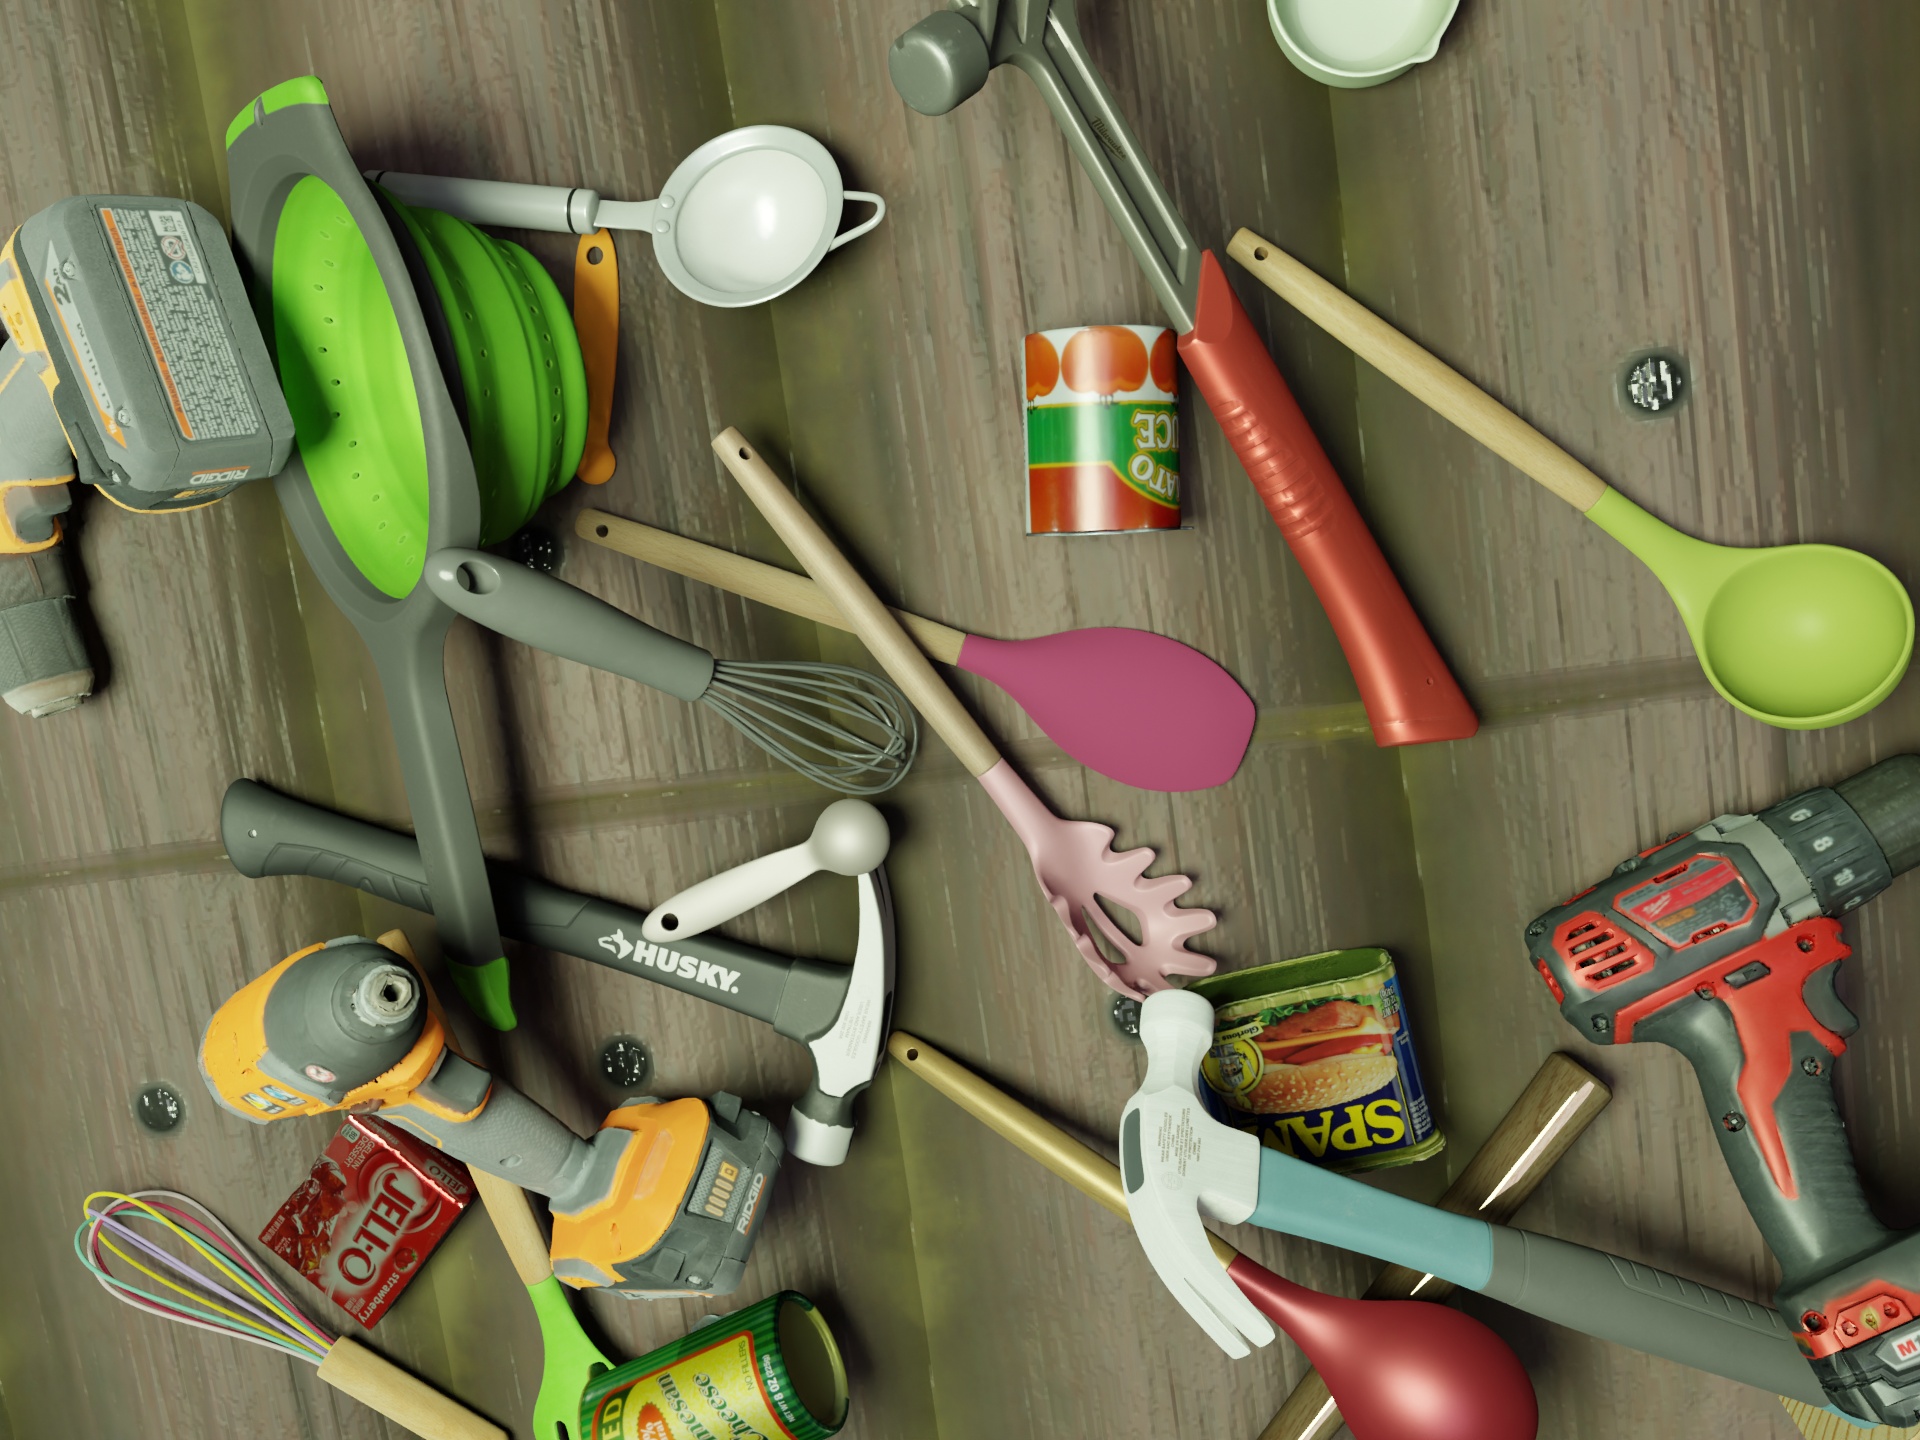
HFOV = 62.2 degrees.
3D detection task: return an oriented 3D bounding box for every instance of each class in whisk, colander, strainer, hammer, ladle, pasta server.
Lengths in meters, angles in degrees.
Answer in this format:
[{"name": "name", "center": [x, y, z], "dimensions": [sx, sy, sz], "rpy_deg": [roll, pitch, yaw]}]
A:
[{"name": "whisk", "center": [-0.334, 0.305, 0.794], "dimensions": [0.245, 0.051, 0.047], "rpy_deg": [31, 95, -1]}, {"name": "colander", "center": [-0.210, -0.063, 0.686], "dimensions": [0.205, 0.094, 0.397], "rpy_deg": [8, 111, 49]}, {"name": "whisk", "center": [-0.108, -0.022, 0.650], "dimensions": [0.238, 0.055, 0.055], "rpy_deg": [23, 104, -40]}, {"name": "strainer", "center": [-0.154, -0.221, 0.692], "dimensions": [0.258, 0.050, 0.087], "rpy_deg": [8, 76, 9]}, {"name": "hammer", "center": [0.117, -0.142, 0.640], "dimensions": [0.149, 0.037, 0.359], "rpy_deg": [-44, 108, -31]}, {"name": "hammer", "center": [-0.190, 0.087, 0.744], "dimensions": [0.335, 0.035, 0.146], "rpy_deg": [17, 96, 7]}, {"name": "ladle", "center": [0.094, 0.218, 0.681], "dimensions": [0.316, 0.031, 0.069], "rpy_deg": [29, 86, 24]}, {"name": "hammer", "center": [0.172, 0.283, 0.697], "dimensions": [0.031, 0.130, 0.331], "rpy_deg": [37, 93, -8]}, {"name": "pasta server", "center": [-0.001, -0.002, 0.693], "dimensions": [0.060, 0.040, 0.316], "rpy_deg": [-42, 97, -26]}, {"name": "hammer", "center": [0.218, 0.215, 0.631], "dimensions": [0.331, 0.128, 0.033], "rpy_deg": [19, 142, -8]}, {"name": "ladle", "center": [0.242, -0.108, 0.651], "dimensions": [0.320, 0.062, 0.078], "rpy_deg": [37, 94, 4]}]

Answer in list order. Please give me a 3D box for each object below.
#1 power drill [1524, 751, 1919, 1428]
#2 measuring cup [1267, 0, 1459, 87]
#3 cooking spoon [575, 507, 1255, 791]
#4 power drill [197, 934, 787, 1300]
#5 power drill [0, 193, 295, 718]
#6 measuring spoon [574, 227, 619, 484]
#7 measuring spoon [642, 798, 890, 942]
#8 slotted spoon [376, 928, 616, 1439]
[{"name": "power drill", "center": [0.359, 0.134, 0.624], "dimensions": [0.188, 0.080, 0.227], "rpy_deg": [-30, 63, 10]}, {"name": "measuring cup", "center": [0.196, -0.324, 0.636], "dimensions": [0.167, 0.038, 0.083], "rpy_deg": [-40, 91, 9]}, {"name": "cooking spoon", "center": [-0.024, -0.039, 0.715], "dimensions": [0.319, 0.017, 0.068], "rpy_deg": [19, 101, 4]}, {"name": "power drill", "center": [-0.190, 0.164, 0.663], "dimensions": [0.226, 0.084, 0.164], "rpy_deg": [34, 145, -22]}, {"name": "power drill", "center": [-0.391, -0.108, 0.697], "dimensions": [0.226, 0.084, 0.185], "rpy_deg": [-15, 95, 34]}, {"name": "measuring spoon", "center": [-0.166, -0.166, 0.719], "dimensions": [0.021, 0.011, 0.117], "rpy_deg": [3, 98, 7]}, {"name": "measuring spoon", "center": [-0.089, 0.071, 0.701], "dimensions": [0.124, 0.018, 0.034], "rpy_deg": [-26, 90, 10]}, {"name": "slotted spoon", "center": [-0.212, 0.243, 0.758], "dimensions": [0.070, 0.031, 0.313], "rpy_deg": [-18, 101, 9]}]
